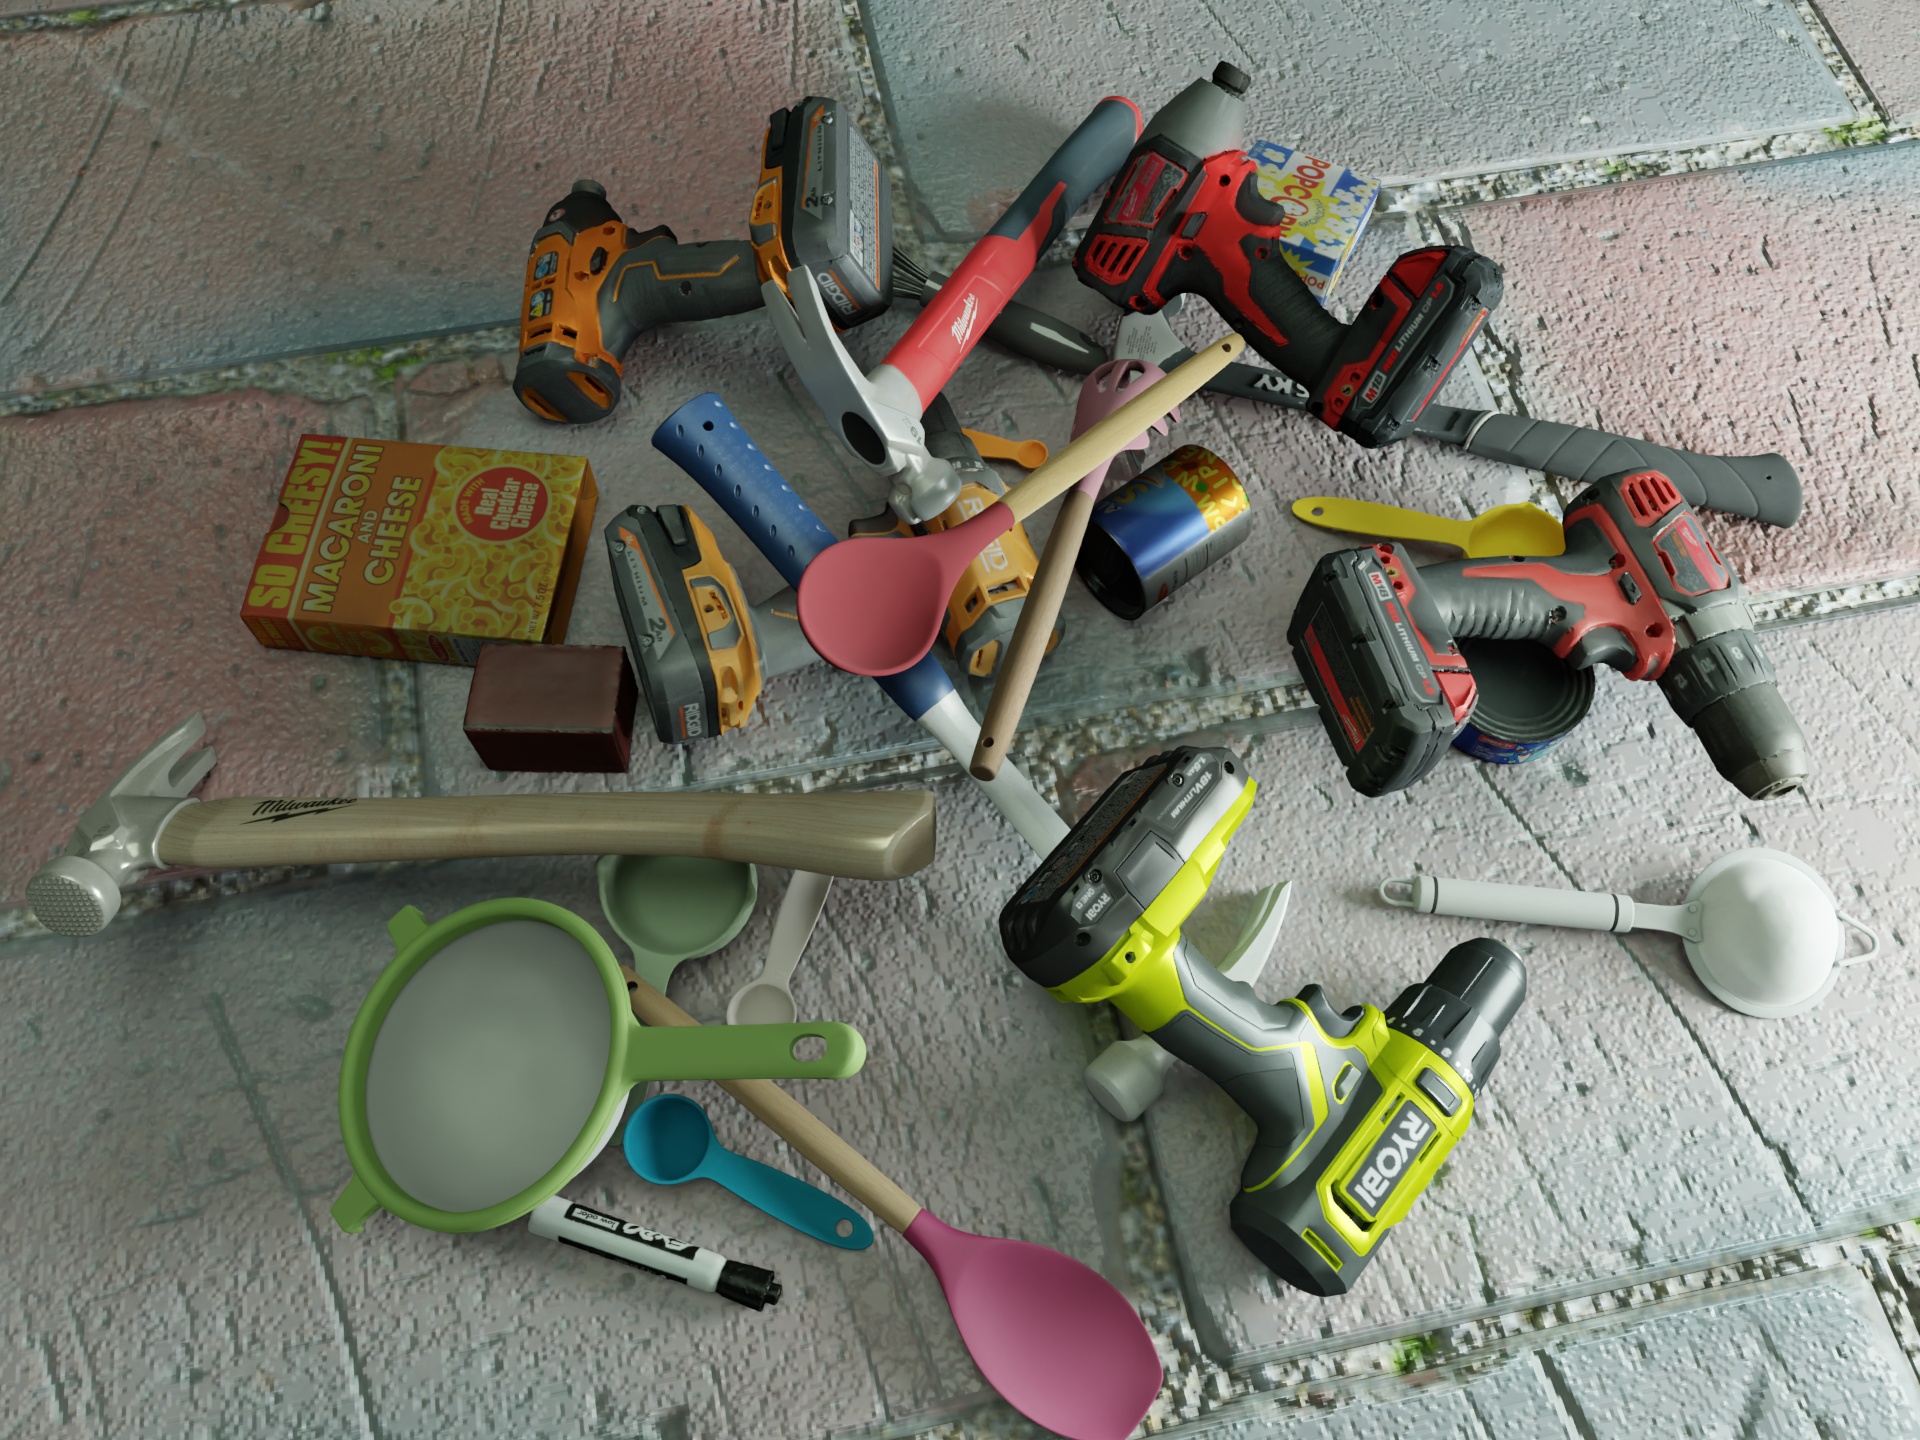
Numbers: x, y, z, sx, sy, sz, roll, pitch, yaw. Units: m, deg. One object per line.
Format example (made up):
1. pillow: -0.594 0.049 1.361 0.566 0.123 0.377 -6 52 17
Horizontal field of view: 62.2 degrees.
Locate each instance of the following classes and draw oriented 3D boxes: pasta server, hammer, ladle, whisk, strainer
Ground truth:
1. pasta server: 0.057 -0.090 0.822 0.060 0.040 0.316 3 50 22
2. hammer: -0.001 -0.003 0.791 0.144 0.035 0.405 -40 89 -21
3. ladle: 0.040 -0.119 0.804 0.315 0.031 0.069 -38 92 -25
4. whisk: -0.019 -0.265 0.976 0.239 0.055 0.055 25 66 6
5. hammer: -0.216 0.045 0.766 0.410 0.038 0.146 -1 32 5
6. strainer: -0.157 0.159 0.726 0.256 0.069 0.152 -5 65 17
7. strainer: 0.343 0.100 0.808 0.258 0.050 0.087 5 78 5
8. hammer: 0.288 -0.172 0.942 0.409 0.036 0.149 13 65 5
9. hammer: 0.019 -0.281 0.914 0.038 0.143 0.386 -11 35 39

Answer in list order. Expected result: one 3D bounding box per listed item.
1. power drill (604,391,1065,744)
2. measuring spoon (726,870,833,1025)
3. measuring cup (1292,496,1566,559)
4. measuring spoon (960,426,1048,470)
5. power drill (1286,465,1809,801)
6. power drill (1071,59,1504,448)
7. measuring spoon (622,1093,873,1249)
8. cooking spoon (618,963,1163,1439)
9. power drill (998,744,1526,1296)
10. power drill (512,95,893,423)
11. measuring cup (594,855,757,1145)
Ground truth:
1. power drill: -0.075 -0.094 0.873 0.226 0.084 0.185 -15 65 -13
2. measuring spoon: -0.085 0.112 0.809 0.034 0.018 0.124 15 58 6
3. measuring cup: 0.269 -0.103 0.918 0.156 0.029 0.062 14 64 18
4. measuring spoon: -0.005 -0.165 0.948 0.117 0.011 0.021 11 67 8
5. power drill: 0.303 -0.027 0.811 0.226 0.080 0.188 -13 65 -11
6. power drill: 0.182 -0.260 0.889 0.220 0.078 0.143 36 112 14
7. measuring spoon: -0.100 0.219 0.755 0.128 0.021 0.042 26 65 1
8. cooking spoon: -0.042 0.216 0.739 0.319 0.017 0.069 37 71 9
9. power drill: 0.149 0.122 0.741 0.228 0.080 0.190 46 70 -6
10. power drill: -0.156 -0.276 0.927 0.226 0.084 0.164 -13 62 21
11. measuring cup: -0.149 0.126 0.791 0.083 0.038 0.168 11 80 5
